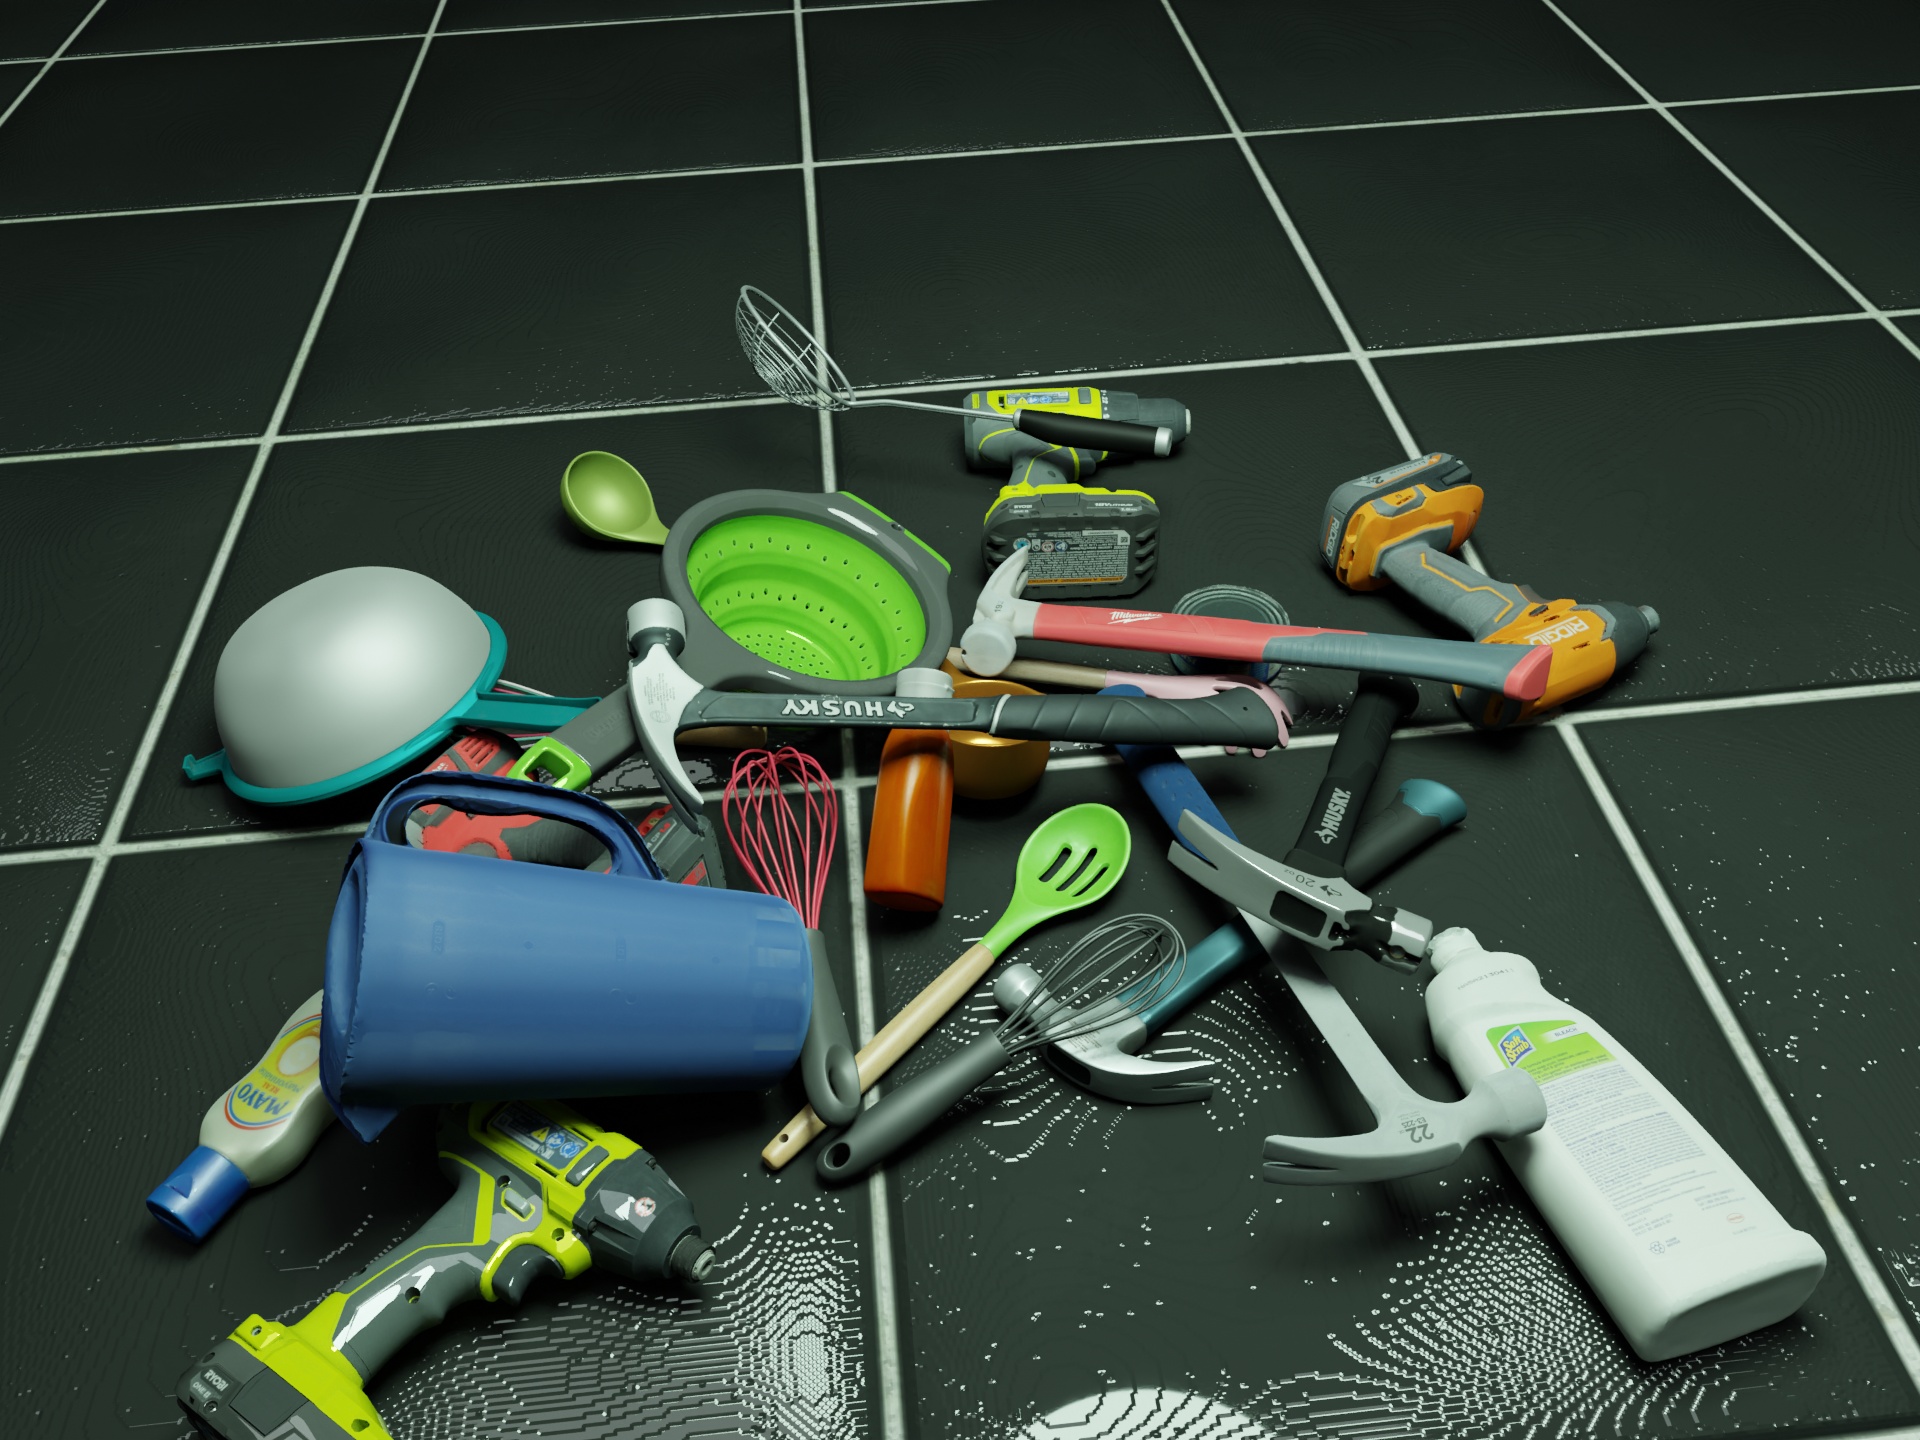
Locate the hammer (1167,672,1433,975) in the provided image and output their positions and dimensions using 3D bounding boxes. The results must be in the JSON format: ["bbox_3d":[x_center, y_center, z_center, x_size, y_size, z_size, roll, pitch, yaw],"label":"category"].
[{"bbox_3d":[0.236,0.037,0.990,0.146,0.035,0.335,21,30,13],"label":"hammer"}]

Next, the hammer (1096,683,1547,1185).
[{"bbox_3d":[0.164,0.104,0.938,0.144,0.035,0.406,-15,39,-12],"label":"hammer"}]

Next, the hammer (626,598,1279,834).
[{"bbox_3d":[0.006,0.000,0.965,0.408,0.036,0.149,1,52,-18],"label":"hammer"}]

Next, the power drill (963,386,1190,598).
[{"bbox_3d":[0.099,-0.197,1.287,0.190,0.080,0.229,-2,40,1],"label":"power drill"}]

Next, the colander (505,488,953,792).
[{"bbox_3d":[-0.155,-0.025,1.040,0.204,0.094,0.397,36,40,10],"label":"colander"}]

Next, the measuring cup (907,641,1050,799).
[{"bbox_3d":[-0.002,-0.004,1.104,0.095,0.052,0.174,-14,32,-24],"label":"measuring cup"}]

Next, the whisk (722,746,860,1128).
[{"bbox_3d":[-0.096,0.118,0.957,0.073,0.073,0.296,-10,43,-8],"label":"whisk"}]

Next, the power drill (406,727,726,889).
[{"bbox_3d":[-0.270,0.089,0.998,0.220,0.078,0.143,18,46,24],"label":"power drill"}]

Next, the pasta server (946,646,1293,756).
[{"bbox_3d":[0.079,-0.027,1.143,0.316,0.040,0.060,8,44,17],"label":"pasta server"}]

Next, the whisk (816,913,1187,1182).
[{"bbox_3d":[0.023,0.183,0.876,0.239,0.055,0.055,-34,49,-6],"label":"whisk"}]

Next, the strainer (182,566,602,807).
[{"bbox_3d":[-0.375,-0.039,1.057,0.340,0.095,0.211,4,42,33],"label":"strainer"}]

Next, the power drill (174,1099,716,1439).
[{"bbox_3d":[-0.244,0.289,0.783,0.171,0.080,0.223,23,45,25],"label":"power drill"}]

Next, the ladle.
[{"bbox_3d":[-0.180,-0.136,1.248,0.320,0.062,0.078,22,41,20],"label":"ladle"}]

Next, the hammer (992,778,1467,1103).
[{"bbox_3d":[0.186,0.122,0.972,0.331,0.033,0.128,-29,48,-26],"label":"hammer"}]

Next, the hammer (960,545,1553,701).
[{"bbox_3d":[0.203,-0.062,1.099,0.386,0.038,0.143,6,33,14],"label":"hammer"}]

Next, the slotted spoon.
[{"bbox_3d":[-0.004,0.155,0.950,0.070,0.031,0.314,25,51,34],"label":"slotted spoon"}]

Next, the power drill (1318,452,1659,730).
[{"bbox_3d":[0.389,-0.100,1.169,0.164,0.084,0.227,-20,50,-18],"label":"power drill"}]

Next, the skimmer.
[{"bbox_3d":[-0.007,-0.277,1.262,0.363,0.090,0.127,11,8,13],"label":"skimmer"}]

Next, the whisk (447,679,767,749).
[{"bbox_3d":[-0.258,0.001,1.118,0.245,0.047,0.051,4,52,1],"label":"whisk"}]
